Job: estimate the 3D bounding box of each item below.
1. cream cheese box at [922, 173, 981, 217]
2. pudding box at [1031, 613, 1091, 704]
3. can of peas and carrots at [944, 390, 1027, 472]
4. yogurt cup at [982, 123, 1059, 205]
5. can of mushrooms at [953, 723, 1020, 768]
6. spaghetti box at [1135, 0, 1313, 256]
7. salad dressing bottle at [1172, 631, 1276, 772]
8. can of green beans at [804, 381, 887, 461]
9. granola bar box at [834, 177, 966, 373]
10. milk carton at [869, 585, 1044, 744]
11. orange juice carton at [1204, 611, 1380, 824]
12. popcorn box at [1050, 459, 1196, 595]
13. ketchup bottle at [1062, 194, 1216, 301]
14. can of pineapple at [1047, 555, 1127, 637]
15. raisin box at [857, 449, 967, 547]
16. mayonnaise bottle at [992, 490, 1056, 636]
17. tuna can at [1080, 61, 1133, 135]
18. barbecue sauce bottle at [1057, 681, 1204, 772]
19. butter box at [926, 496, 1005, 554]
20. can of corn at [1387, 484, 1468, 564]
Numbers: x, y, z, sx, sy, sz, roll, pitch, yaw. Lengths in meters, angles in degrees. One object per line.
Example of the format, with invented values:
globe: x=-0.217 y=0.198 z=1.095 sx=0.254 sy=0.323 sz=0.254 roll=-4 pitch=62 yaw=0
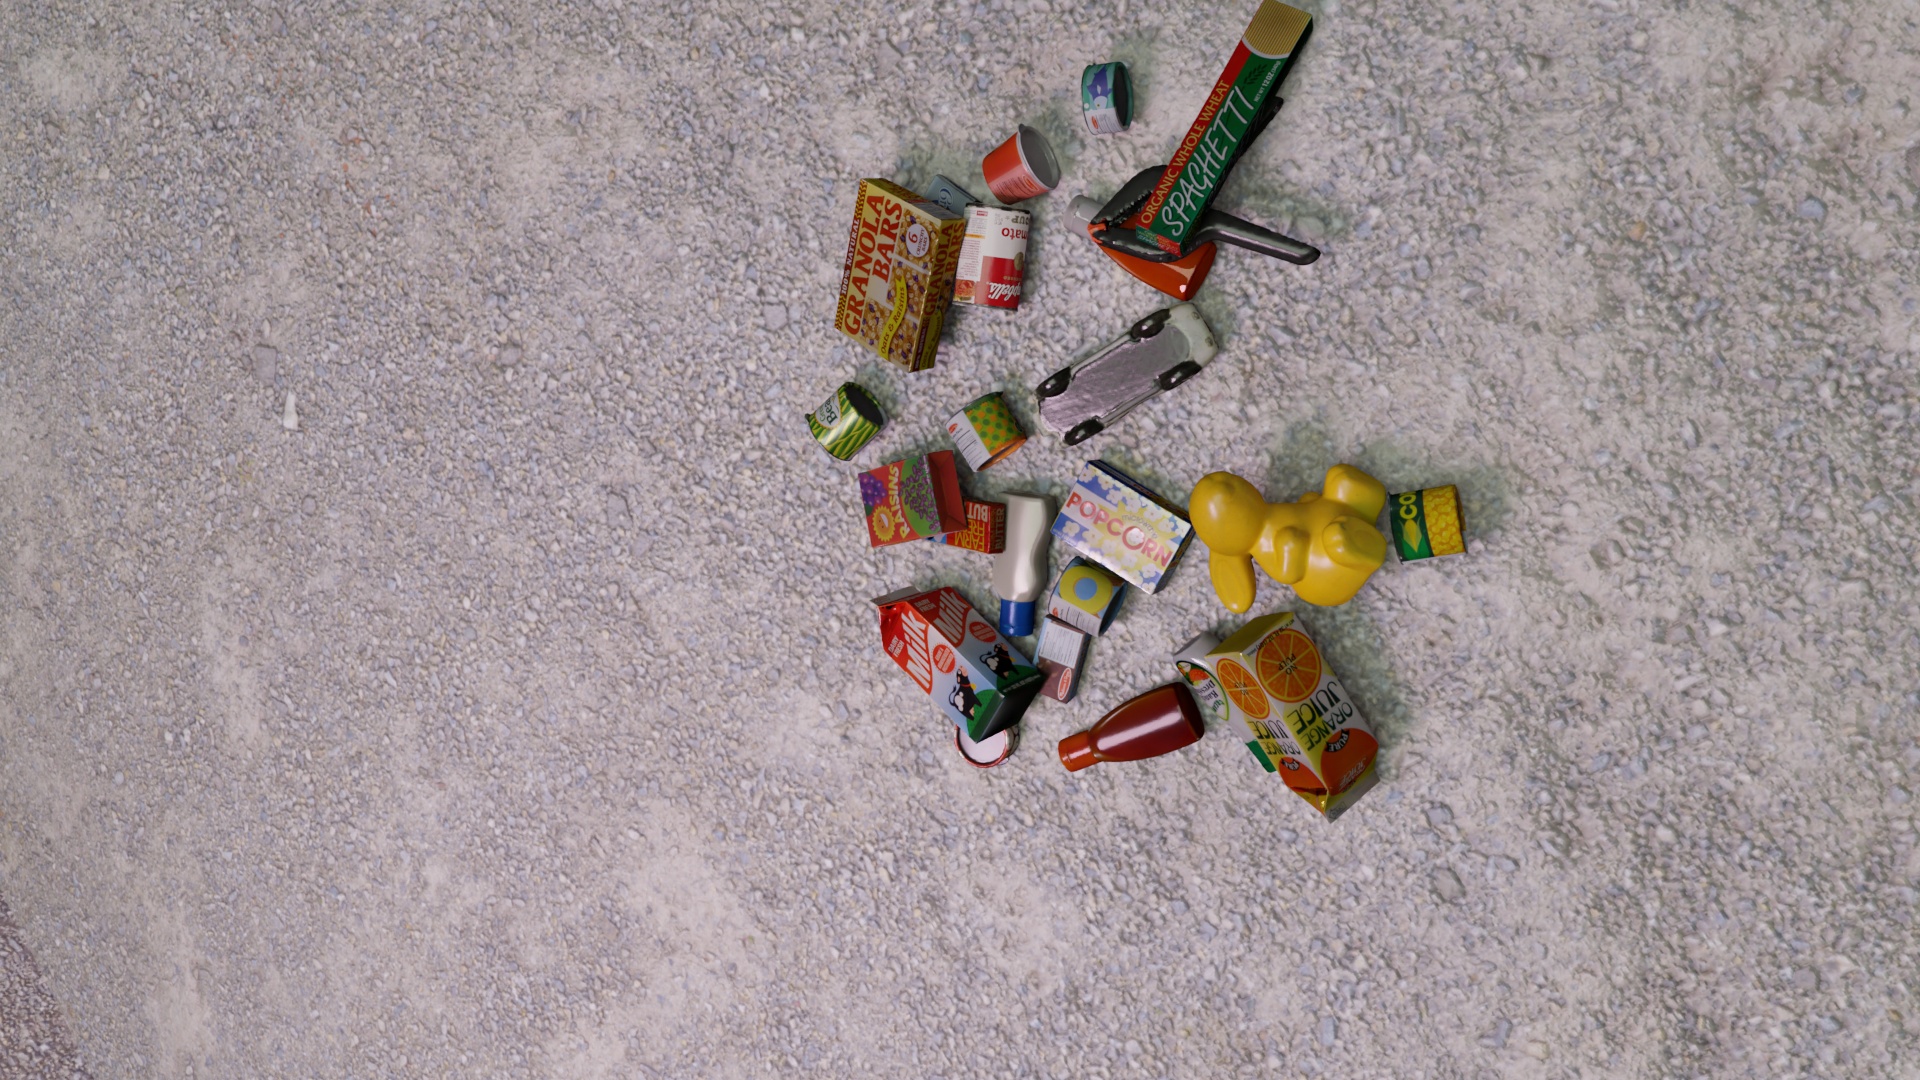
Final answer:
cream cheese box: x=-0.027 y=-0.324 z=1.448 sx=0.053 sy=0.024 sz=0.103 roll=39 pitch=111 yaw=15
pudding box: x=0.103 y=0.121 z=1.445 sx=0.050 sy=0.030 sz=0.083 roll=19 pitch=104 yaw=20
can of peas and carrots: x=0.029 y=-0.112 z=1.430 sx=0.070 sy=0.071 sz=0.059 roll=-35 pitch=83 yaw=24
yogurt cup: x=0.059 y=-0.370 z=1.382 sx=0.054 sy=0.072 sz=0.072 roll=-22 pitch=88 yaw=33
can of mushrooms: x=0.029 y=0.211 z=1.489 sx=0.071 sy=0.033 sz=0.071 roll=3 pitch=98 yaw=24
spaghetti box: x=0.241 y=-0.378 z=1.271 sx=0.050 sy=0.028 sz=0.250 roll=29 pitch=87 yaw=19
salad dressing bottle: x=0.270 y=0.159 z=1.362 sx=0.147 sy=0.044 sz=0.064 roll=52 pitch=156 yaw=3
can of green beans: x=-0.121 y=-0.128 z=1.493 sx=0.057 sy=0.071 sz=0.071 roll=-41 pitch=80 yaw=23
granola bar box: x=-0.065 y=-0.273 z=1.429 sx=0.124 sy=0.039 sz=0.164 roll=35 pitch=124 yaw=33
milk carton: x=-0.011 y=0.115 z=1.457 sx=0.191 sy=0.072 sz=0.073 roll=44 pitch=126 yaw=24
orange juice carton: x=0.321 y=0.167 z=1.306 sx=0.072 sy=0.073 sz=0.192 roll=-34 pitch=92 yaw=-20
popcorn box: x=0.165 y=-0.014 z=1.394 sx=0.127 sy=0.038 sz=0.085 roll=33 pitch=109 yaw=17
ketchup bottle: x=0.171 y=-0.291 z=1.351 sx=0.149 sy=0.043 sz=0.064 roll=30 pitch=99 yaw=18
can of pineapple: x=0.130 y=0.056 z=1.405 sx=0.058 sy=0.071 sz=0.070 roll=27 pitch=108 yaw=18
raisin box: x=-0.052 y=-0.043 z=1.463 sx=0.123 sy=0.040 sz=0.086 roll=-12 pitch=89 yaw=49
mayonnaise bottle: x=0.063 y=0.024 z=1.445 sx=0.065 sy=0.041 sz=0.147 roll=10 pitch=102 yaw=30
tuna can: x=0.142 y=-0.427 z=1.336 sx=0.033 sy=0.071 sz=0.071 roll=0 pitch=97 yaw=24
barbecue sauce bottle: x=0.171 y=0.197 z=1.417 sx=0.148 sy=0.044 sz=0.065 roll=-25 pitch=86 yaw=26
butter box: x=0.005 y=-0.018 z=1.452 sx=0.103 sy=0.024 sz=0.053 roll=12 pitch=103 yaw=49
can of corn: x=0.424 y=-0.017 z=1.259 sx=0.058 sy=0.071 sz=0.071 roll=-10 pitch=93 yaw=24
